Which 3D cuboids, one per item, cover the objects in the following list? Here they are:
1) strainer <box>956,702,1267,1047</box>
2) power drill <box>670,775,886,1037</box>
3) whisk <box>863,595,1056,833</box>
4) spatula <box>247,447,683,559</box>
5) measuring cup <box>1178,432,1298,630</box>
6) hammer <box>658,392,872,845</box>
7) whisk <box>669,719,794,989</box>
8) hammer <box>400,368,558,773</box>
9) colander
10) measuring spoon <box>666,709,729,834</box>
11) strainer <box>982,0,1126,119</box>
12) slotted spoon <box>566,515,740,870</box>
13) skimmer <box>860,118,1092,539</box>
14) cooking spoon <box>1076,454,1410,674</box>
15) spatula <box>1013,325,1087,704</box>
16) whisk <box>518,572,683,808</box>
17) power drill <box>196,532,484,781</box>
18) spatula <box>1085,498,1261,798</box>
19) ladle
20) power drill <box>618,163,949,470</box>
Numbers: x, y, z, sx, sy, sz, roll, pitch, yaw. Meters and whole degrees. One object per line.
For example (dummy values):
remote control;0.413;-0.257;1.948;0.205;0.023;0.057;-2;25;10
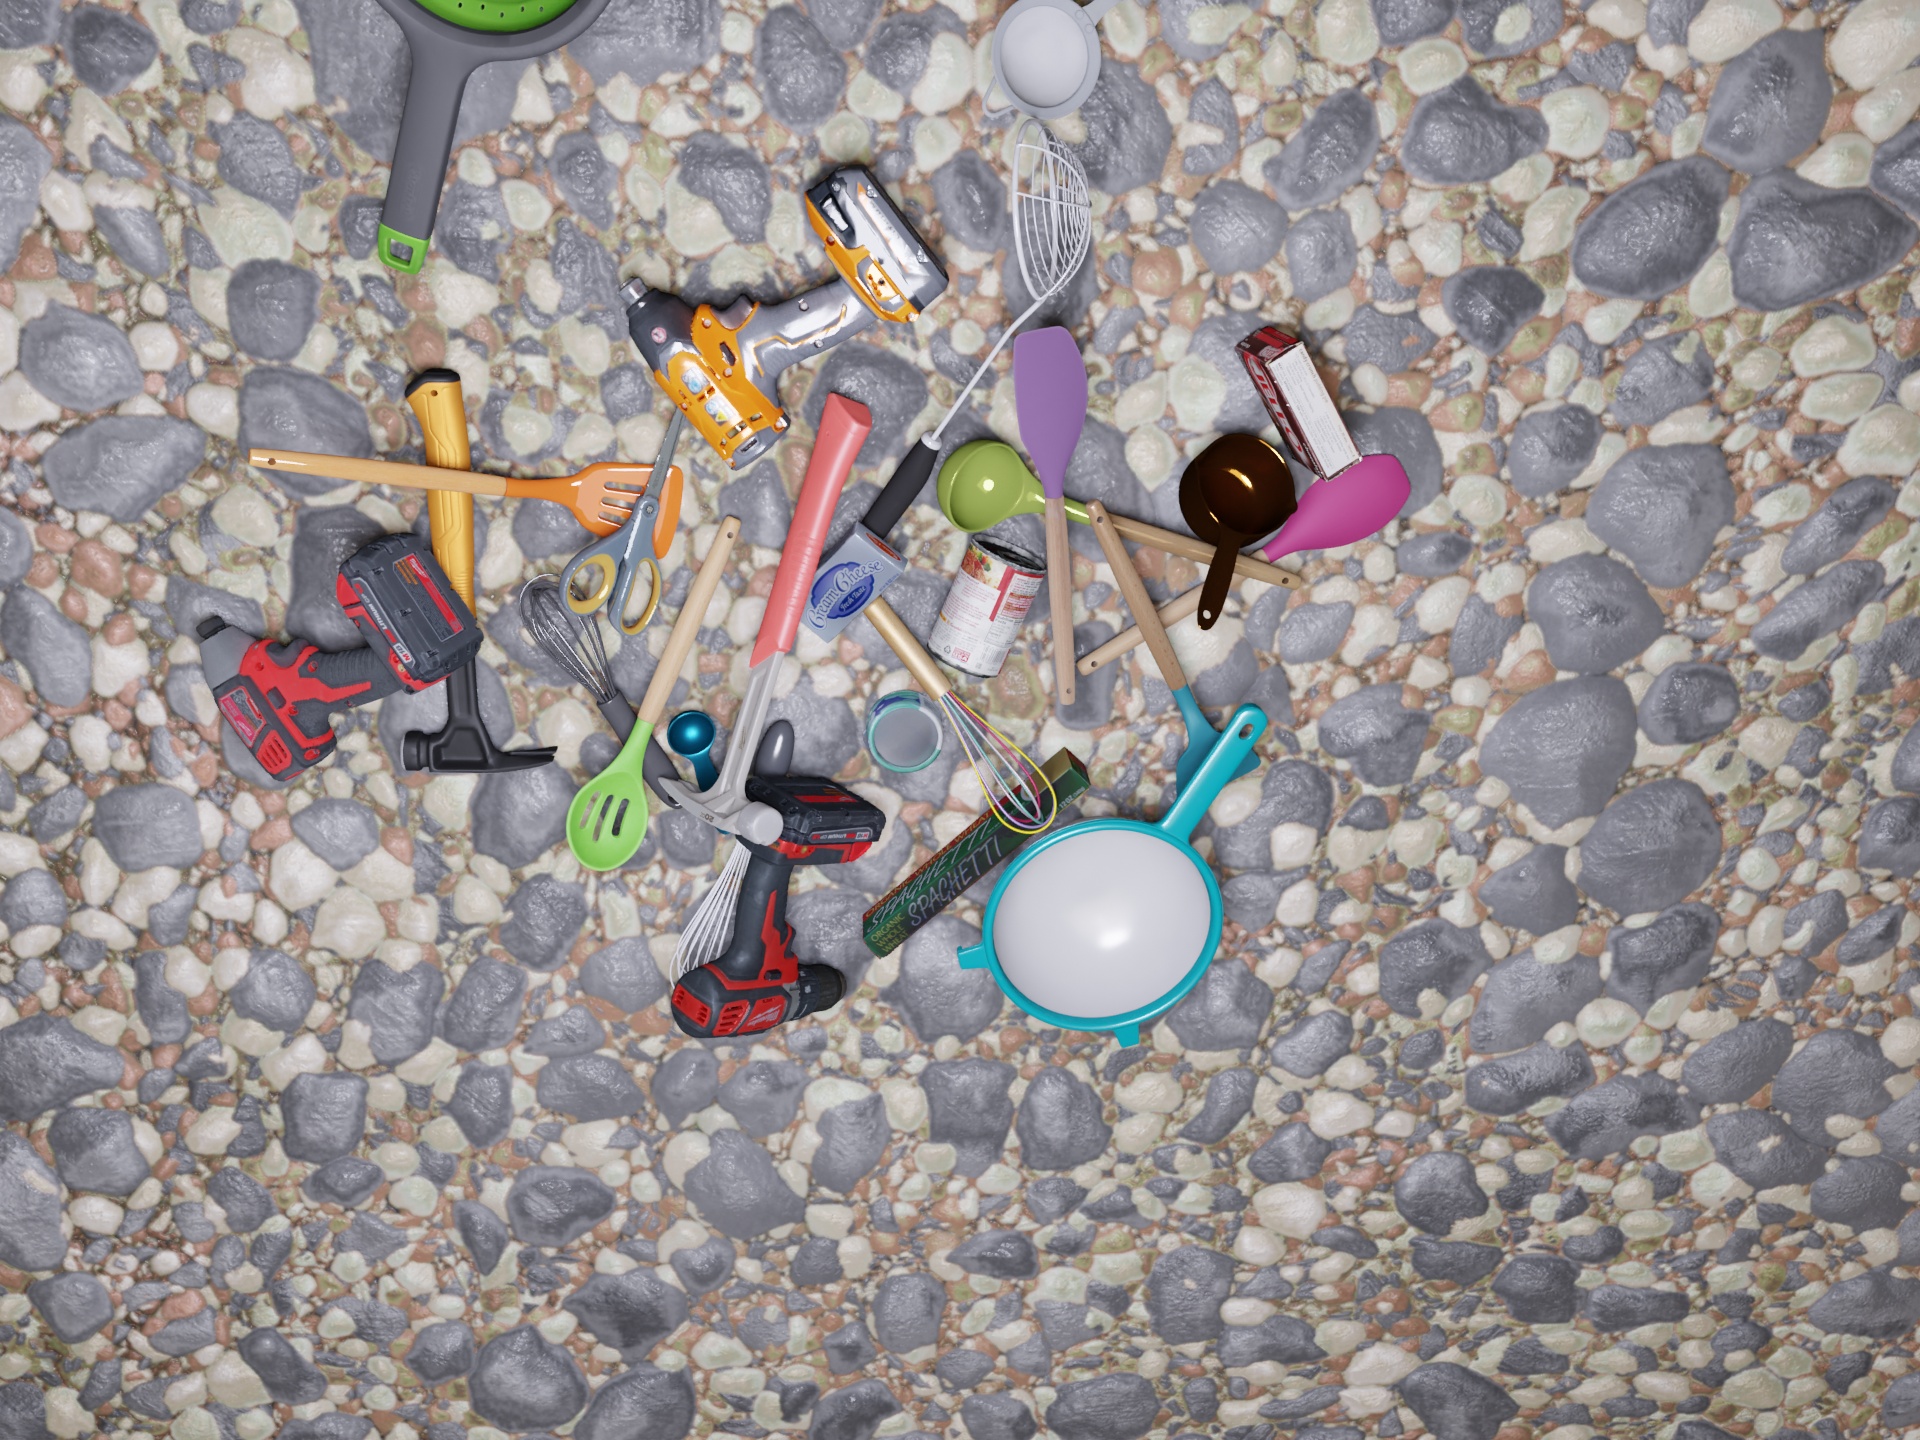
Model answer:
strainer;0.154;0.113;1.398;0.211;0.095;0.340;28;106;-17
power drill;-0.143;0.167;1.377;0.187;0.080;0.226;4;109;-53
whisk;-0.004;-0.003;1.341;0.047;0.051;0.245;-36;95;27
spatula;-0.374;-0.181;1.228;0.322;0.041;0.081;2;114;-34
measuring cup;0.208;-0.145;1.281;0.095;0.052;0.174;22;73;-13
hammer;-0.149;-0.088;1.287;0.036;0.149;0.359;12;97;-43
whisk;-0.192;0.131;1.399;0.070;0.070;0.284;16;105;-11
hammer;-0.402;-0.114;1.291;0.127;0.034;0.336;0;112;-4
colander;-0.349;-0.506;1.121;0.204;0.095;0.397;20;127;-13
measuring spoon;-0.223;0.044;1.383;0.042;0.021;0.128;-21;122;-12
strainer;0.112;-0.531;1.167;0.258;0.050;0.086;-39;116;4
slotted spoon;-0.248;-0.023;1.316;0.070;0.031;0.314;21;96;-32
skimmer;-0.012;-0.284;1.236;0.090;0.127;0.363;38;116;0
cooking spoon;0.237;-0.126;1.351;0.319;0.017;0.068;-31;110;7
spatula;0.078;-0.155;1.266;0.059;0.018;0.315;-12;118;-14
whisk;-0.293;-0.020;1.335;0.055;0.055;0.238;-26;116;5
power drill;-0.505;-0.055;1.266;0.219;0.078;0.143;-27;102;21
spatula;0.170;-0.054;1.342;0.082;0.044;0.317;-25;118;6
ladle;0.134;-0.155;1.301;0.320;0.062;0.078;16;112;-9
power drill;-0.140;-0.319;1.209;0.226;0.084;0.164;-36;108;13
